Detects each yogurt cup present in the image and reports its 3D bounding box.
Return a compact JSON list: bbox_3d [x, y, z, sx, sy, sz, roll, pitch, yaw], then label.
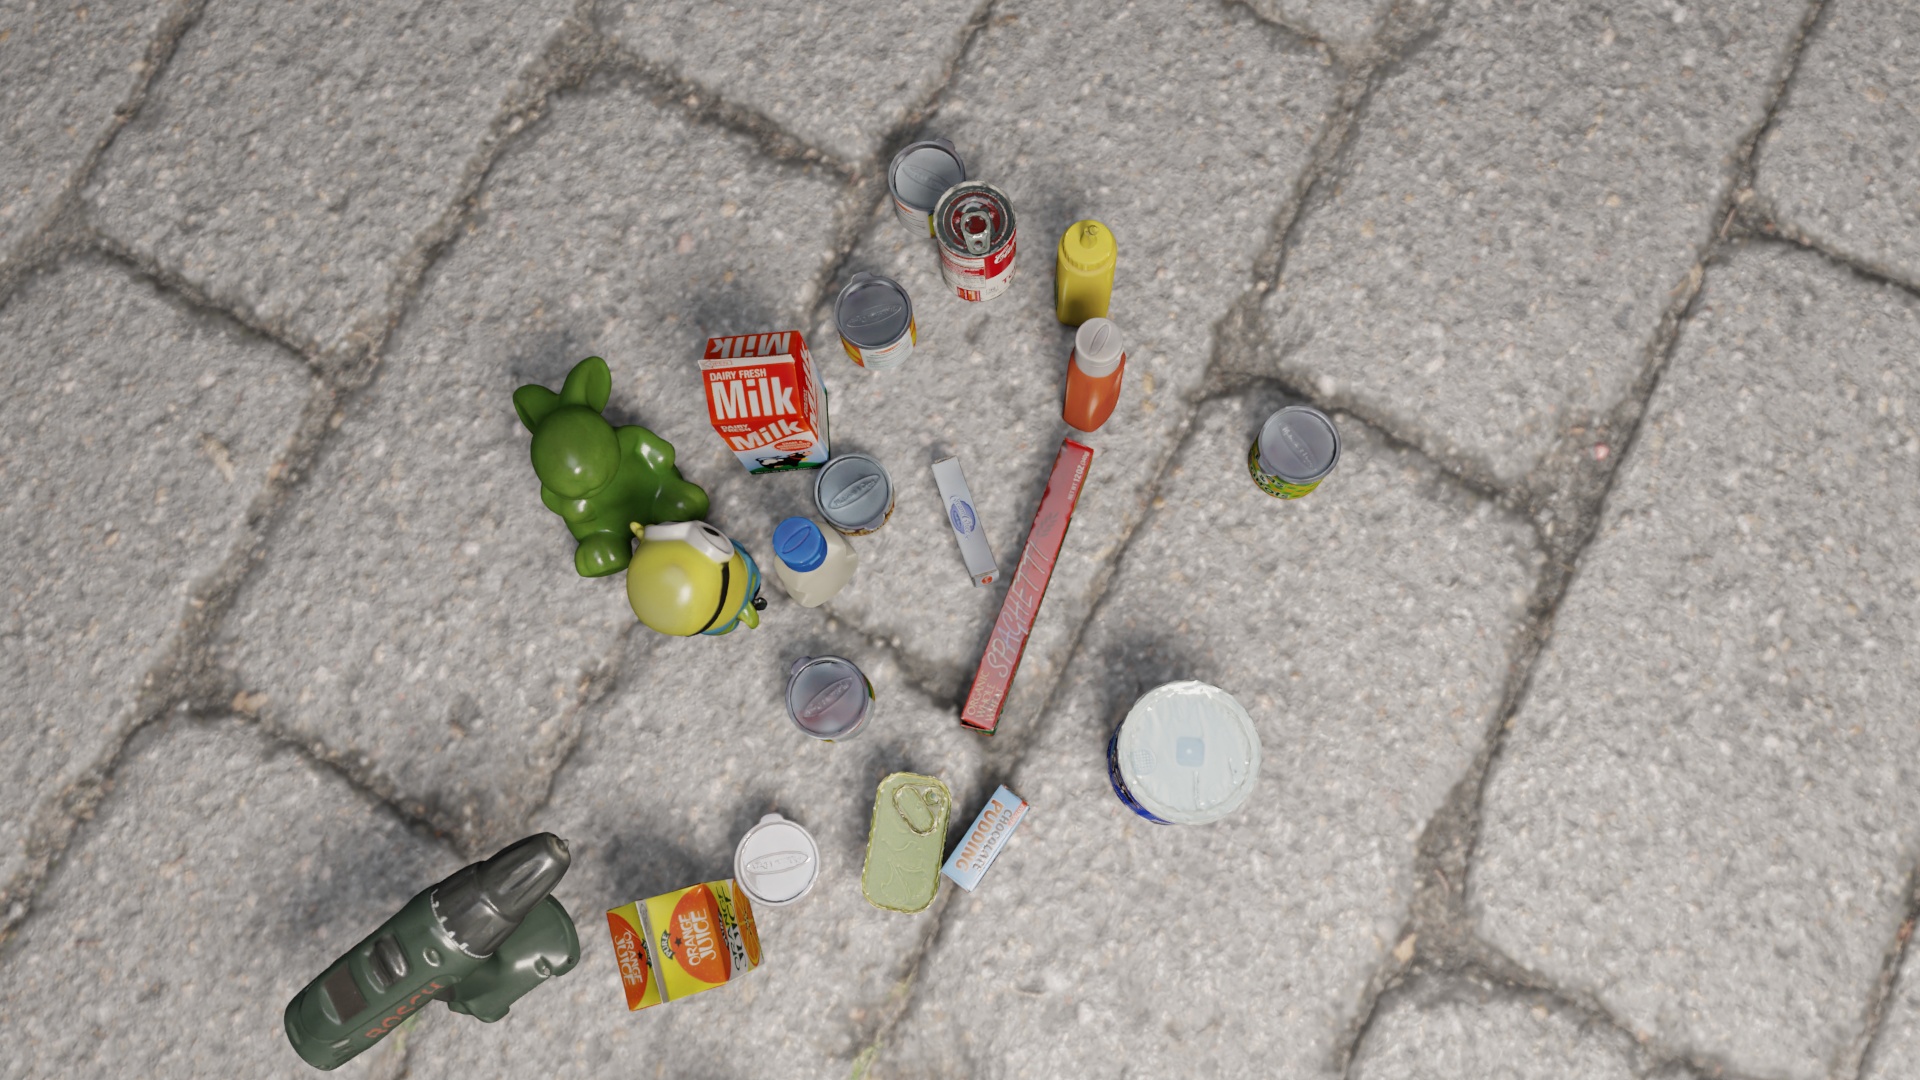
[{"bbox_3d":[-0.140,0.253,1.090,0.072,0.054,0.072,0,78,2],"label":"yogurt cup"}]

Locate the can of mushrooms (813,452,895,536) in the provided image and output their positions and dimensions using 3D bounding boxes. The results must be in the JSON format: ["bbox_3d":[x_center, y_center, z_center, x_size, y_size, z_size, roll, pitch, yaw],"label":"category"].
[{"bbox_3d":[-0.087,-0.036,1.164,0.071,0.033,0.071,0,77,2],"label":"can of mushrooms"}]

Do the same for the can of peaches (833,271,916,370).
[{"bbox_3d":[-0.072,-0.186,1.185,0.071,0.058,0.071,0,78,2],"label":"can of peaches"}]

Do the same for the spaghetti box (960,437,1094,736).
[{"bbox_3d":[0.055,0.039,1.132,0.029,0.050,0.250,19,79,6],"label":"spaghetti box"}]

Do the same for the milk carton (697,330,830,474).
[{"bbox_3d":[-0.153,-0.113,1.103,0.072,0.190,0.073,-4,78,2],"label":"milk carton"}]

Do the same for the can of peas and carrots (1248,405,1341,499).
[{"bbox_3d":[0.272,-0.070,1.143,0.071,0.058,0.071,0,78,2],"label":"can of peas and carrots"}]

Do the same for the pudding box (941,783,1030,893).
[{"bbox_3d":[0.020,0.234,1.090,0.030,0.049,0.084,34,81,9],"label":"pudding box"}]

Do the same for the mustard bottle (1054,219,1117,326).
[{"bbox_3d":[0.102,-0.225,1.134,0.049,0.160,0.065,3,78,3],"label":"mustard bottle"}]

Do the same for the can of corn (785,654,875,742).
[{"bbox_3d":[-0.105,0.126,1.115,0.071,0.058,0.071,0,78,2],"label":"can of corn"}]

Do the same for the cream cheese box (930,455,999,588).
[{"bbox_3d":[0.004,-0.014,1.145,0.024,0.053,0.104,-19,77,-2],"label":"cream cheese box"}]

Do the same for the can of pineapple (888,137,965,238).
[{"bbox_3d":[-0.026,-0.306,1.210,0.071,0.057,0.071,0,78,2],"label":"can of pineapple"}]

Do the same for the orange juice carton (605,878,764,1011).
[{"bbox_3d":[-0.202,0.293,1.013,0.073,0.192,0.072,-16,78,-1],"label":"orange juice carton"}]

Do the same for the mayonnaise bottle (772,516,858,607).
[{"bbox_3d":[-0.118,0.014,1.095,0.065,0.148,0.041,-43,79,-7],"label":"mayonnaise bottle"}]

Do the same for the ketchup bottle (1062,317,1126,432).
[{"bbox_3d":[0.109,-0.136,1.119,0.043,0.148,0.065,25,80,8],"label":"ketchup bottle"}]
